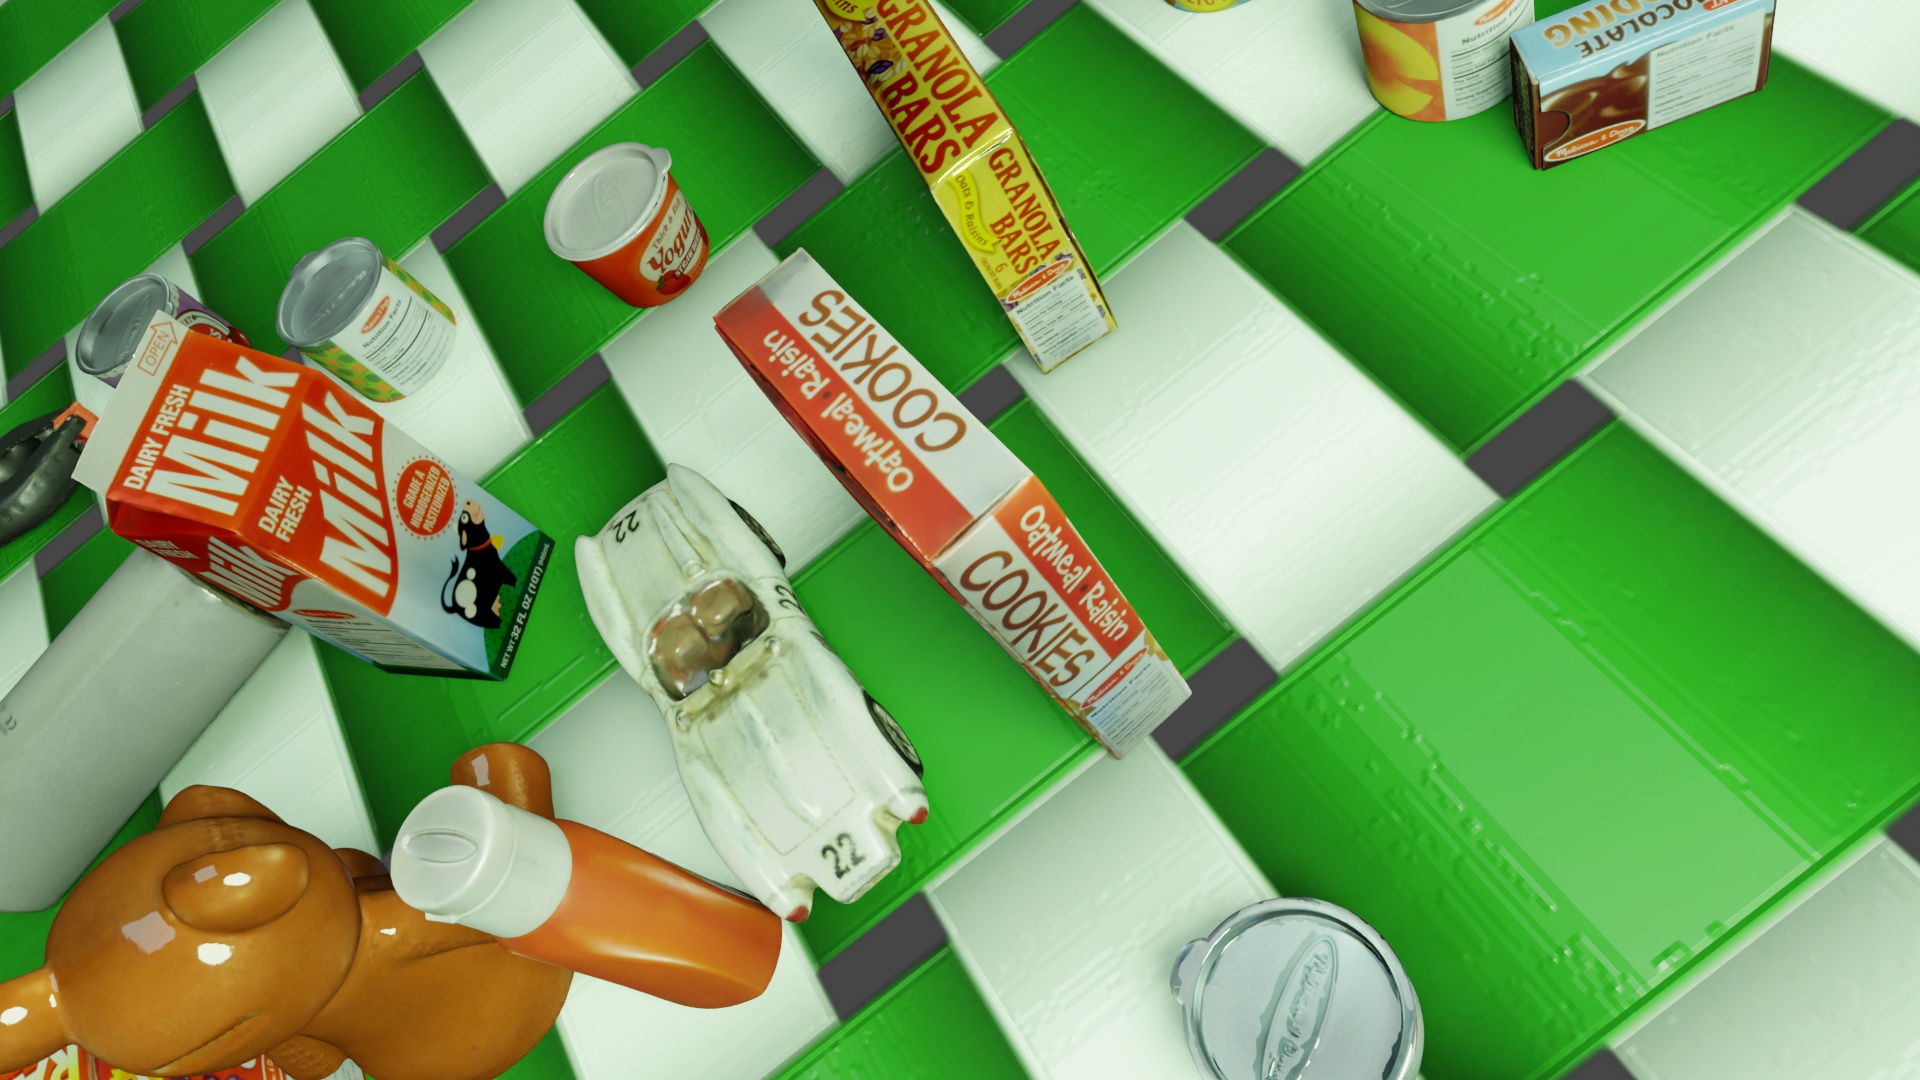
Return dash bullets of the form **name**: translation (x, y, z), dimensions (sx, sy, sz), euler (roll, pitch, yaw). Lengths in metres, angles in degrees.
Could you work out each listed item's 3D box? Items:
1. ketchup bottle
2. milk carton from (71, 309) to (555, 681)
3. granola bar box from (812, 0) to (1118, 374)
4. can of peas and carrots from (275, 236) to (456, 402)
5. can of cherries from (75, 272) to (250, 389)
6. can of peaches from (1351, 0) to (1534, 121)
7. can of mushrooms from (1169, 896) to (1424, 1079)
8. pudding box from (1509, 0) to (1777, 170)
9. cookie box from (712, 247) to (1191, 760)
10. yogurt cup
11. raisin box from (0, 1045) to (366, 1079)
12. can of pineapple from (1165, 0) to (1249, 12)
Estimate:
- **ketchup bottle**: translation (-0.119, 0.119, 0.453), dimensions (0.064, 0.148, 0.044), euler (-1, 64, 25)
- **milk carton**: translation (-0.259, -0.011, 0.561), dimensions (0.073, 0.190, 0.072), euler (1, 65, 25)
- **granola bar box**: translation (-0.003, -0.164, 0.567), dimensions (0.039, 0.124, 0.166), euler (-32, 55, 7)
- **can of peas and carrots**: translation (-0.308, -0.114, 0.720), dimensions (0.071, 0.058, 0.071), euler (-11, 60, 19)
- **can of cherries**: translation (-0.444, -0.106, 0.778), dimensions (0.071, 0.058, 0.072), euler (-11, 60, 19)
- **can of peaches**: translation (0.188, -0.209, 0.544), dimensions (0.071, 0.058, 0.071), euler (-11, 60, 19)
- **can of mushrooms**: translation (0.099, 0.141, 0.411), dimensions (0.071, 0.033, 0.071), euler (-11, 60, 19)
- **pudding box**: translation (0.246, -0.174, 0.504), dimensions (0.083, 0.049, 0.030), euler (-19, 58, 14)
- **cookie box**: translation (0.002, -0.006, 0.453), dimensions (0.040, 0.167, 0.123), euler (-43, 55, -1)
- **yogurt cup**: translation (-0.159, -0.150, 0.674), dimensions (0.072, 0.053, 0.073), euler (-11, 60, 19)
- **raisin box**: translation (-0.288, 0.213, 0.495), dimensions (0.086, 0.123, 0.040), euler (-34, 55, 5)
- **can of pineapple**: translation (0.111, -0.278, 0.617), dimensions (0.071, 0.057, 0.071), euler (-11, 60, 19)
